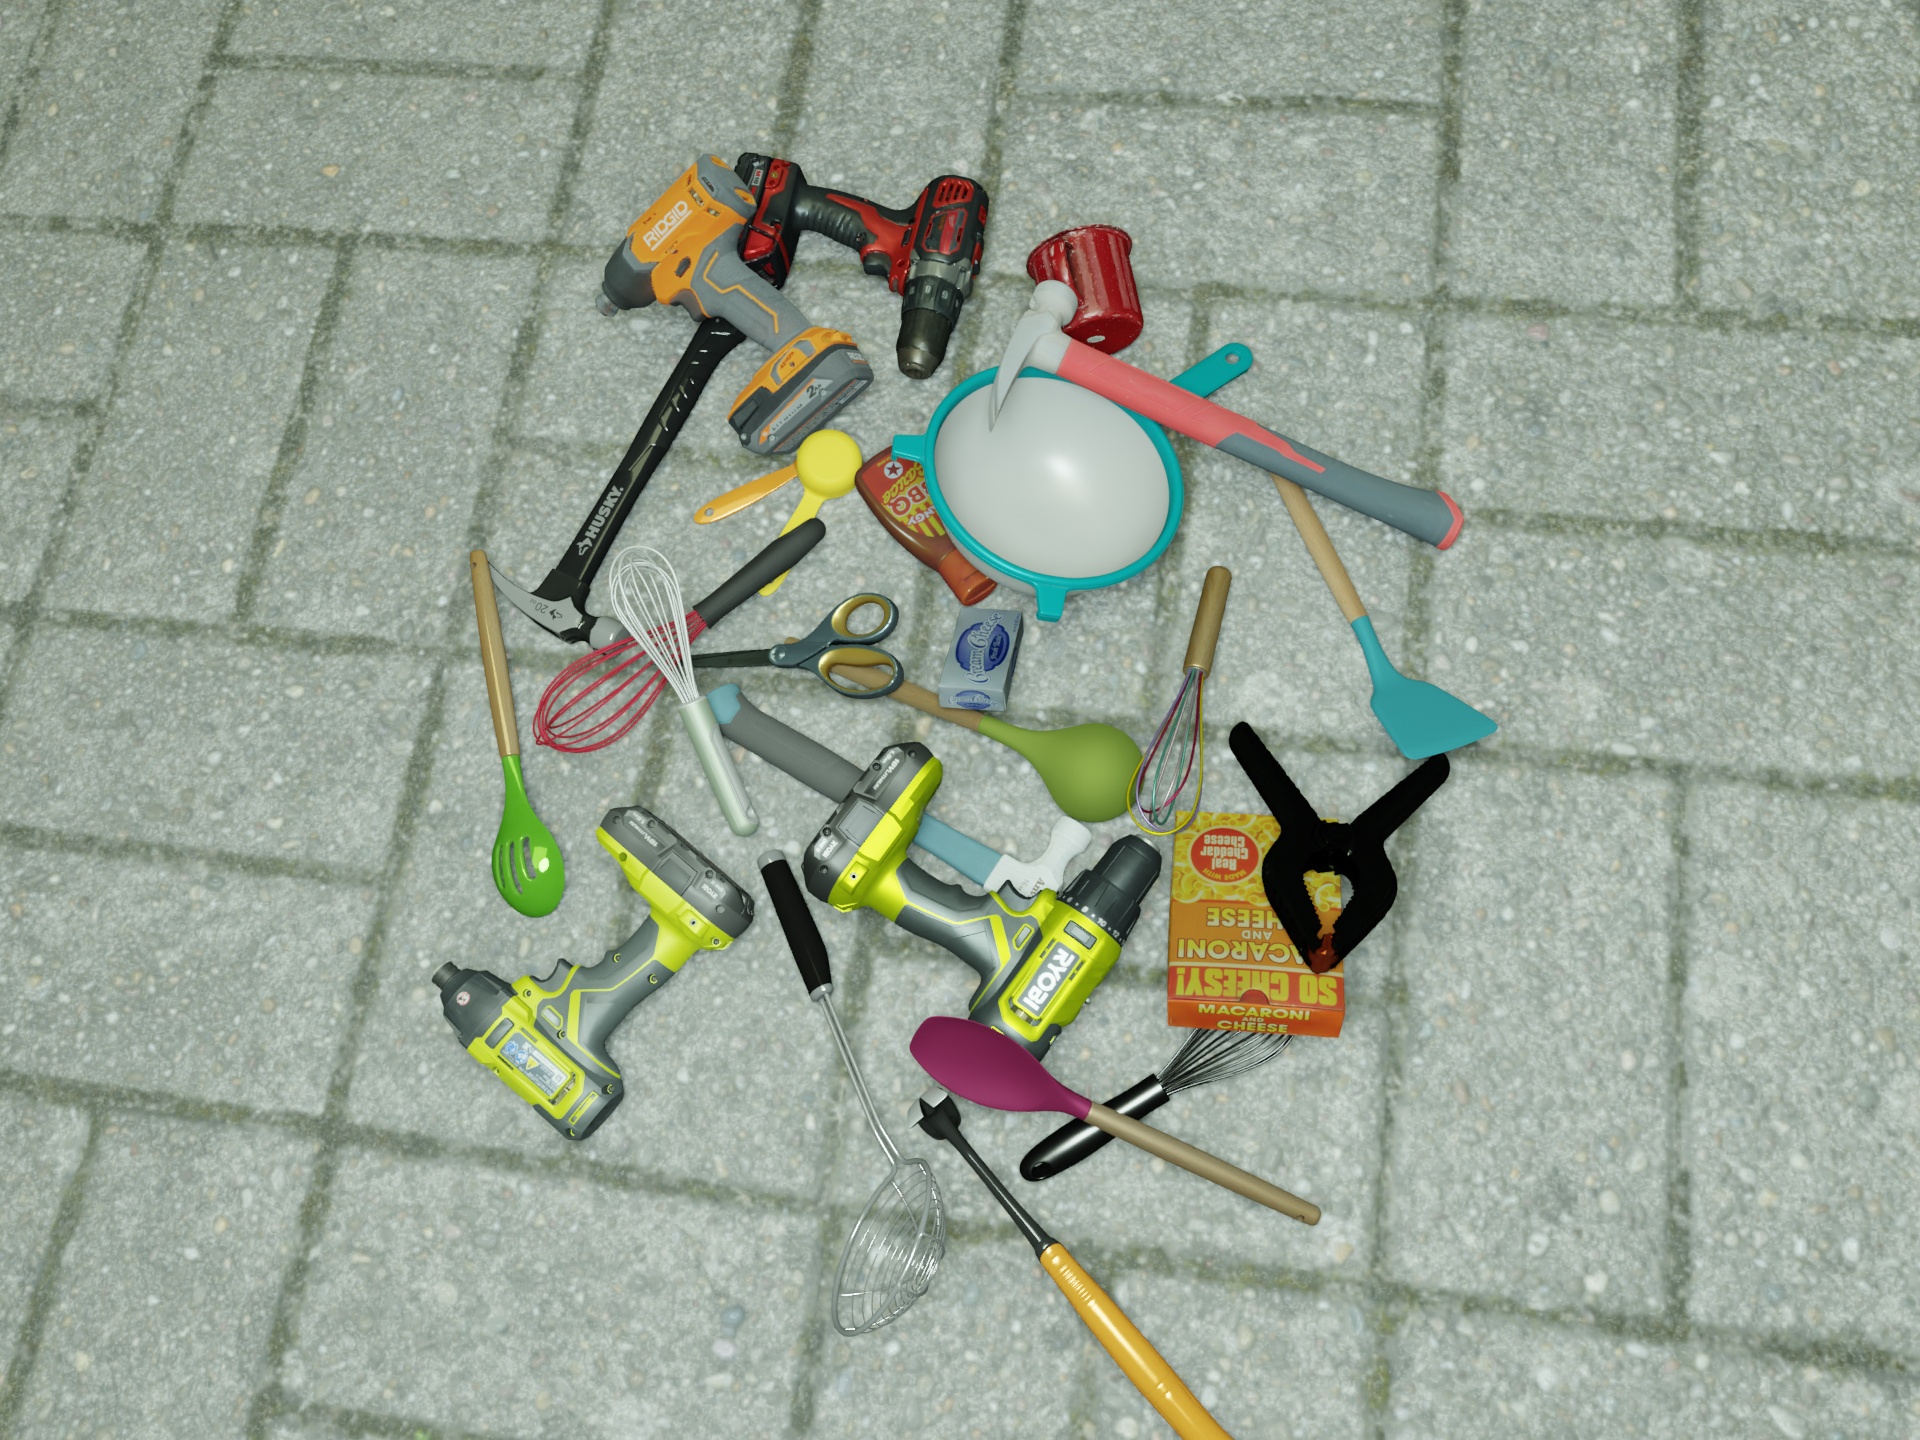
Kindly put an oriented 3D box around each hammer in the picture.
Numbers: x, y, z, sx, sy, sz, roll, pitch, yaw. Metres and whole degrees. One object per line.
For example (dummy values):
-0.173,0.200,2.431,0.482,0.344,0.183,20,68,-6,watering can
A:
-0.069,0.061,1.259,0.331,0.033,0.128,30,76,15,hammer
0.213,-0.215,1.258,0.386,0.038,0.143,24,62,-1,hammer
0.082,0.390,1.096,0.034,0.127,0.337,-40,78,-8,hammer
-0.283,-0.224,1.378,0.146,0.035,0.335,23,76,13,hammer

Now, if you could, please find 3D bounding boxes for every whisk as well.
-0.227,-0.072,1.302,0.296,0.073,0.073,-39,72,-8,whisk
0.144,0.266,1.158,0.239,0.055,0.055,-33,71,0,whisk
-0.214,-0.022,1.253,0.059,0.058,0.246,-19,98,19,whisk
0.174,-0.020,1.234,0.047,0.051,0.245,-5,55,36,whisk

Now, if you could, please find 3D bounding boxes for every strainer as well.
0.112,-0.210,1.307,0.340,0.095,0.211,-36,77,-27,strainer

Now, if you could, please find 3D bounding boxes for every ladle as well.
-0.002,-0.004,1.274,0.320,0.062,0.078,23,85,21,ladle

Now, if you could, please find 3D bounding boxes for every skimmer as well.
-0.103,0.258,1.166,0.090,0.127,0.364,-3,58,-40,skimmer

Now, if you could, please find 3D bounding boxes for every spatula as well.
0.310,-0.107,1.262,0.082,0.044,0.318,-17,68,-15,spatula

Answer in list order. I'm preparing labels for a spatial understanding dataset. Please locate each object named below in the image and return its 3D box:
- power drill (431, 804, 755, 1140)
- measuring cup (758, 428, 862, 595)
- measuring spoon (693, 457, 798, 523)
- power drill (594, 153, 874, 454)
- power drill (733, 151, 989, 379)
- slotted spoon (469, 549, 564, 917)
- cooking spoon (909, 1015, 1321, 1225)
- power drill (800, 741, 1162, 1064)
-0.281,0.181,1.216,0.171,0.080,0.223,39,82,9,power drill
-0.132,-0.176,1.342,0.062,0.029,0.156,26,79,-1,measuring cup
-0.178,-0.200,1.369,0.117,0.011,0.021,-27,71,-3,measuring spoon
-0.197,-0.334,1.334,0.164,0.084,0.226,-37,89,19,power drill
-0.097,-0.399,1.394,0.227,0.080,0.188,11,74,7,power drill
-0.373,0.006,1.296,0.070,0.031,0.314,-20,74,24,slotted spoon
0.112,0.285,1.118,0.319,0.017,0.068,26,121,-5,cooking spoon
0.018,0.118,1.171,0.228,0.080,0.190,36,80,9,power drill
